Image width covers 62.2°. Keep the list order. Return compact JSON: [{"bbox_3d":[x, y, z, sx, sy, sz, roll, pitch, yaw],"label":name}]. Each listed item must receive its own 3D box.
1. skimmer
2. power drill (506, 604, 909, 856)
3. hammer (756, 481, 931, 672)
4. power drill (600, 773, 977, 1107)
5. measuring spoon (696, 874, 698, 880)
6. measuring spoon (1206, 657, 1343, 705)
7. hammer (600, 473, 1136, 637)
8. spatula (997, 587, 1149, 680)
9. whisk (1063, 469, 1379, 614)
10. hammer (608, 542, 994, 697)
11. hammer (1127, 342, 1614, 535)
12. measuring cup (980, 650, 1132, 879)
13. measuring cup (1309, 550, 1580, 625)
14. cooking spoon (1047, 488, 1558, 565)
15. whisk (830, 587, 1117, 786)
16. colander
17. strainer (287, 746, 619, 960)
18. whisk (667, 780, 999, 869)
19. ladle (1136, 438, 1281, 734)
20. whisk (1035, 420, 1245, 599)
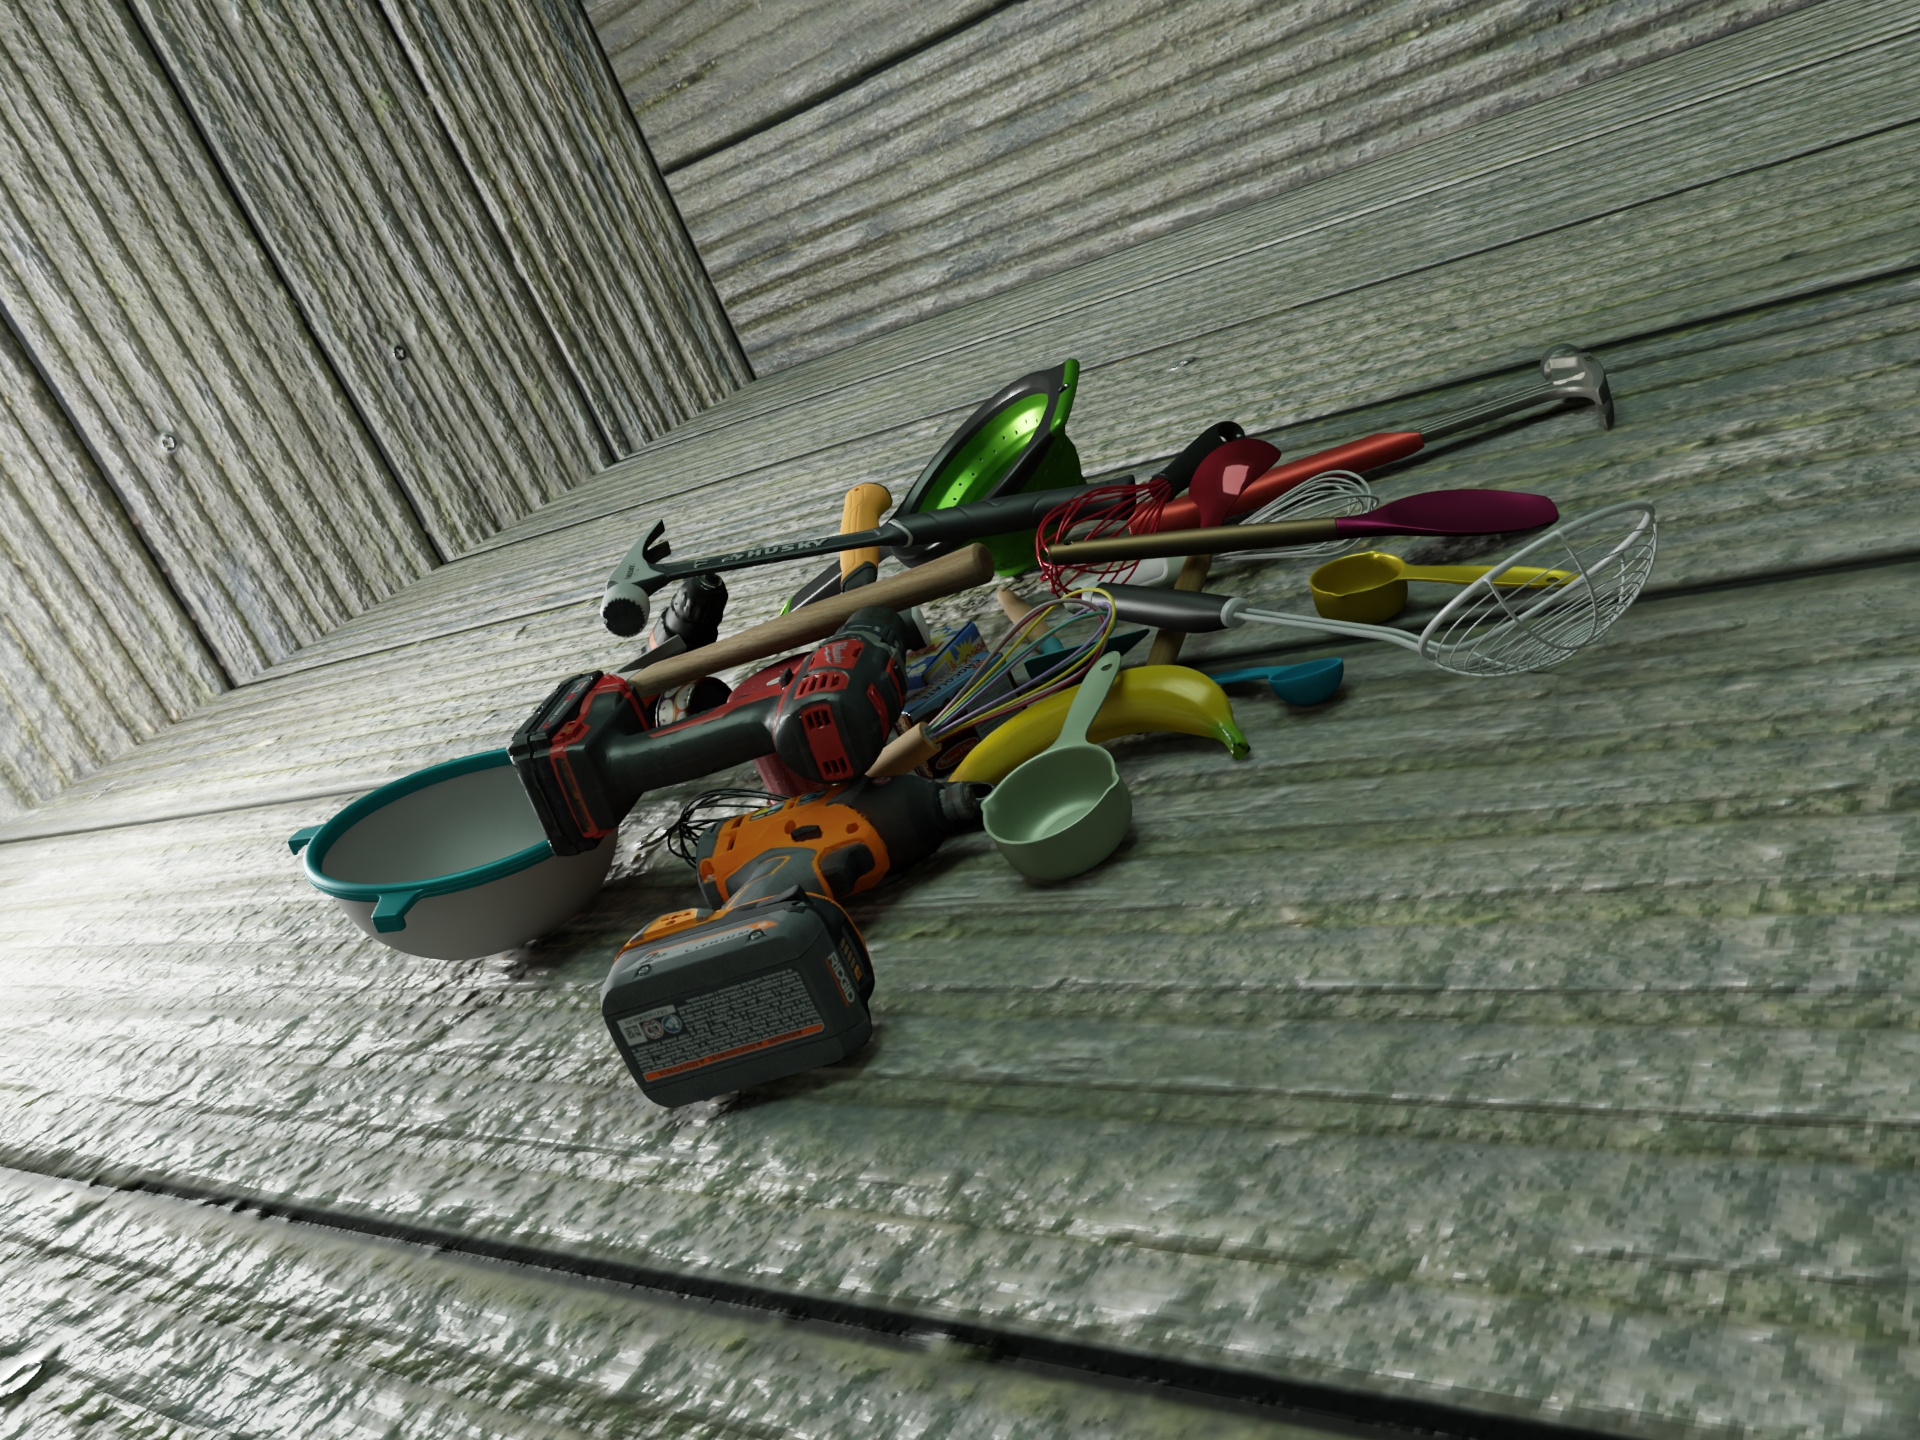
[{"bbox_3d":[0.201,-0.083,0.887,0.127,0.090,0.363,-13,16,-38],"label":"skimmer"},{"bbox_3d":[-0.138,-0.006,0.968,0.226,0.080,0.188,-14,21,13],"label":"power drill"},{"bbox_3d":[-0.088,-0.118,1.282,0.127,0.034,0.337,-21,26,9],"label":"hammer"},{"bbox_3d":[-0.079,0.096,0.829,0.164,0.084,0.227,-19,16,14],"label":"power drill"},{"bbox_3d":[-0.120,0.073,1.032,0.117,0.011,0.021,-27,19,-7],"label":"measuring spoon"},{"bbox_3d":[0.176,-0.018,0.921,0.042,0.021,0.129,-21,7,-23],"label":"measuring spoon"},{"bbox_3d":[-0.066,-0.141,1.218,0.409,0.036,0.149,-9,30,1],"label":"hammer"},{"bbox_3d":[0.059,-0.070,1.142,0.082,0.044,0.318,-15,17,-5],"label":"spatula"},{"bbox_3d":[0.179,-0.119,1.129,0.246,0.058,0.059,-18,-14,31],"label":"whisk"},{"bbox_3d":[-0.129,-0.059,1.106,0.331,0.031,0.130,-18,15,21],"label":"hammer"},{"bbox_3d":[0.297,-0.195,1.194,0.359,0.036,0.149,-17,21,19],"label":"hammer"},{"bbox_3d":[0.068,0.023,0.866,0.083,0.038,0.168,-12,32,31],"label":"measuring cup"},{"bbox_3d":[0.282,-0.074,0.931,0.156,0.029,0.062,5,33,34],"label":"measuring cup"},{"bbox_3d":[0.215,-0.120,1.019,0.319,0.017,0.069,-4,30,10],"label":"cooking spoon"},{"bbox_3d":[-0.002,-0.004,0.976,0.245,0.047,0.051,-35,-15,22],"label":"whisk"},{"bbox_3d":[-0.015,-0.155,1.402,0.397,0.094,0.205,-33,28,36],"label":"colander"},{"bbox_3d":[-0.268,0.077,1.096,0.340,0.095,0.211,-24,25,-32],"label":"strainer"},{"bbox_3d":[-0.078,0.060,0.965,0.239,0.055,0.055,-8,25,27],"label":"whisk"},{"bbox_3d":[0.155,-0.100,1.048,0.069,0.031,0.316,-15,34,36],"label":"ladle"},{"bbox_3d":[0.139,-0.162,1.165,0.073,0.073,0.296,-7,23,41],"label":"whisk"}]
